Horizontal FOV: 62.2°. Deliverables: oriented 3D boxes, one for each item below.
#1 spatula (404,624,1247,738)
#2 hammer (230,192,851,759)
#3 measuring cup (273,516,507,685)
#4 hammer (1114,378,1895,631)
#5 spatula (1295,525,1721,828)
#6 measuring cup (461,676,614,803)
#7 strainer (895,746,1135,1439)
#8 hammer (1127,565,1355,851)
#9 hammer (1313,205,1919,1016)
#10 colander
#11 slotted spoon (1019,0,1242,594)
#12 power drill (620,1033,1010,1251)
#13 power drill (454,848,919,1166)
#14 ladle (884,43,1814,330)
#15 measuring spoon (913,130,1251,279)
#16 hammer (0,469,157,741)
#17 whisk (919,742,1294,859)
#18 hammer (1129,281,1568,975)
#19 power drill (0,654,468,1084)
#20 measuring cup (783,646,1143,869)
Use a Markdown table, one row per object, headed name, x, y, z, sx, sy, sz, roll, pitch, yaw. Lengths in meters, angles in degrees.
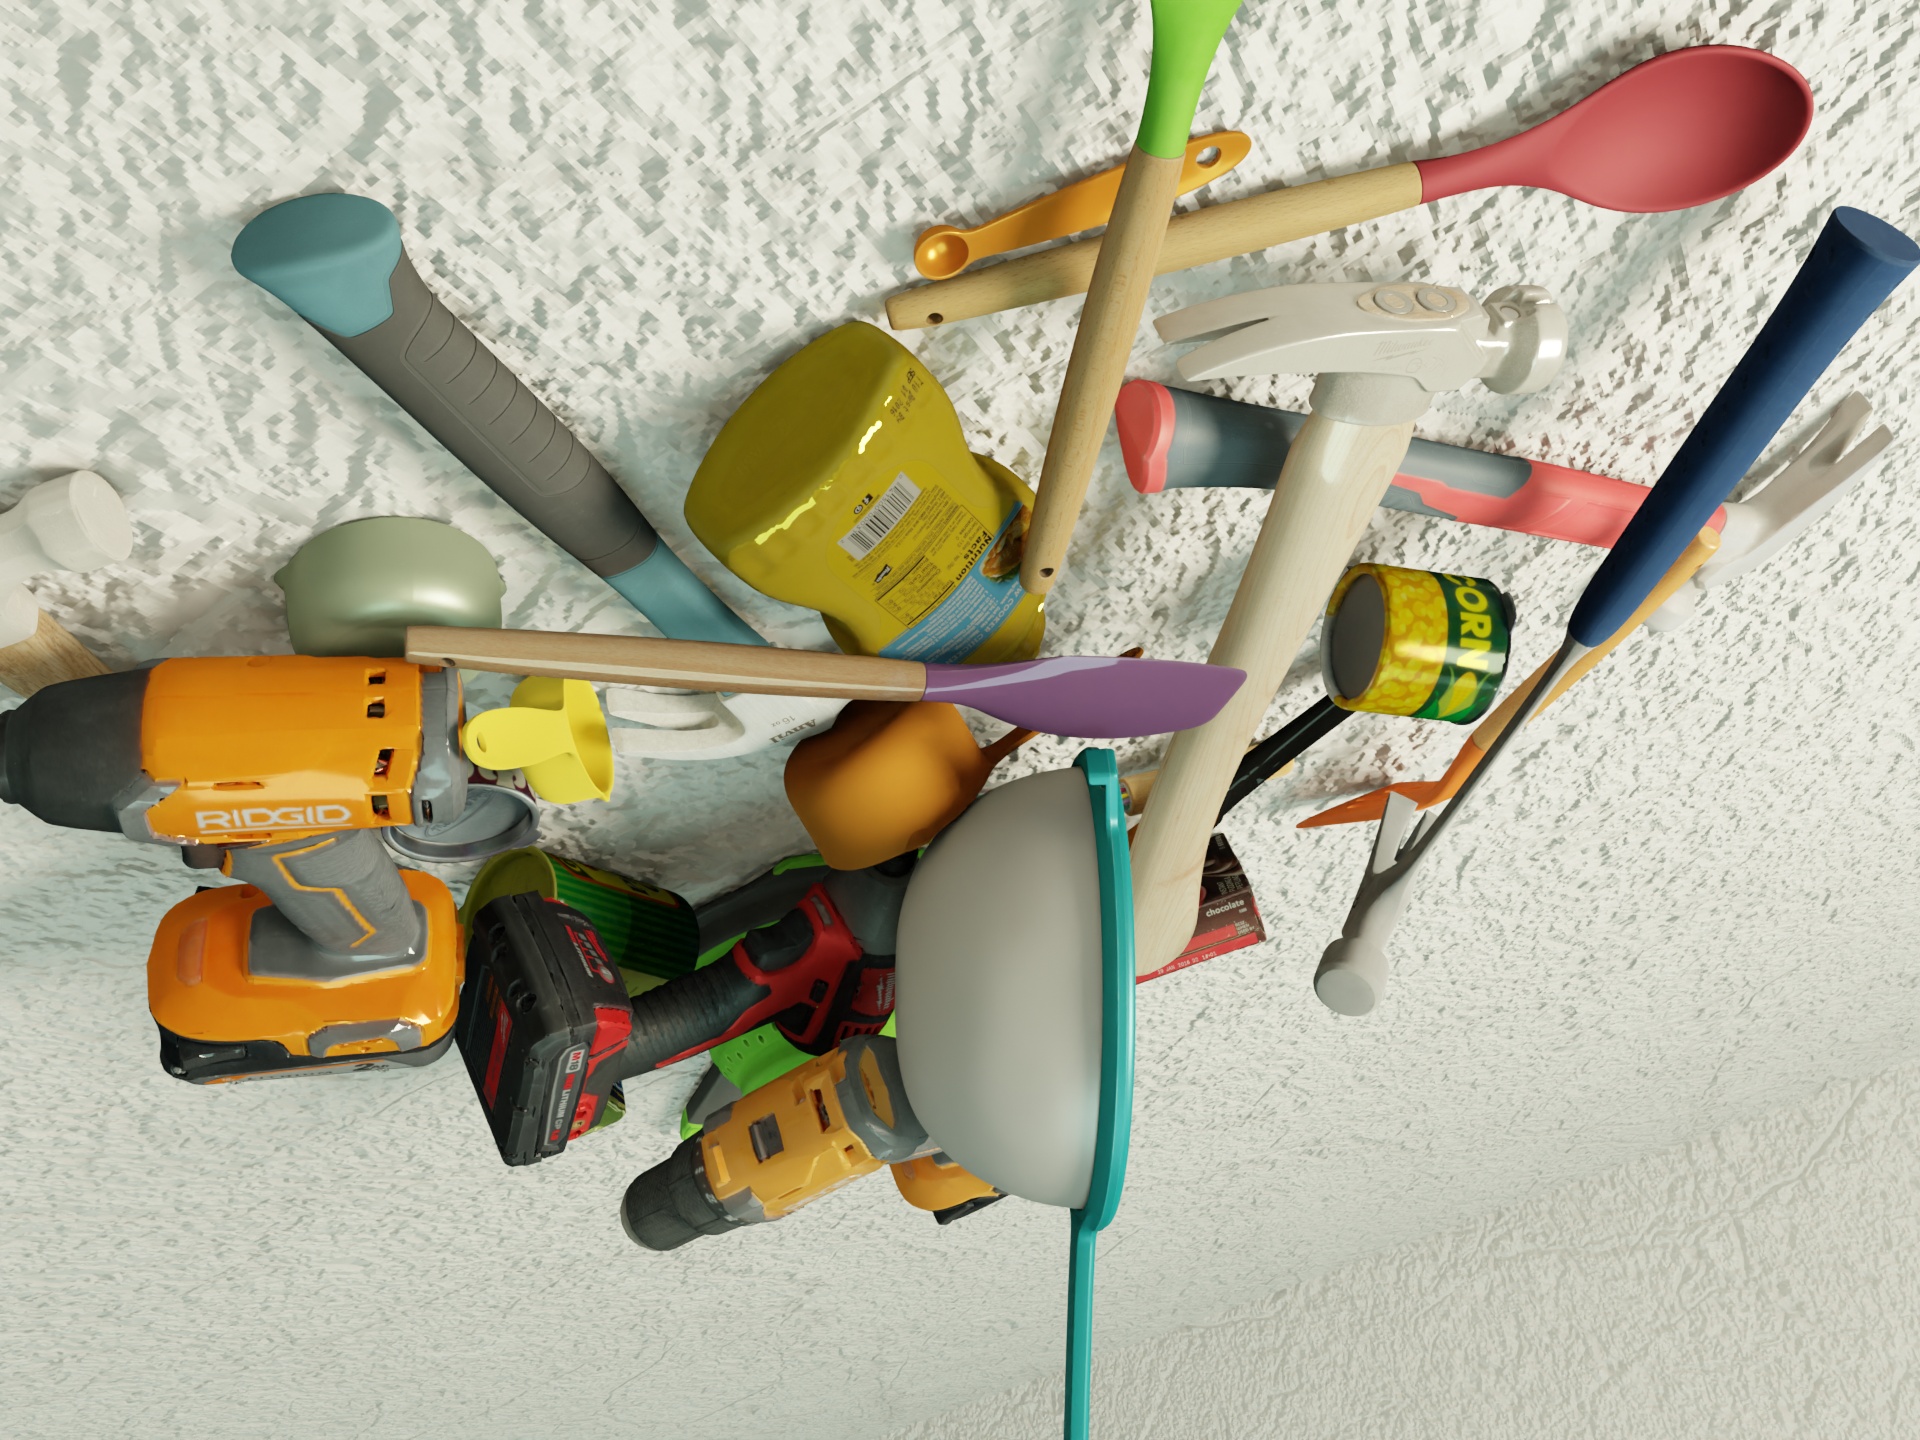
| name | x | y | z | sx | sy | sz | roll | pitch | yaw |
| --- | --- | --- | --- | --- | --- | --- | --- | --- | --- |
| spatula | -0.040 | -0.015 | 0.591 | 0.315 | 0.018 | 0.059 | 4 | 147 | -21 |
| hammer | -0.128 | -0.069 | 0.576 | 0.128 | 0.033 | 0.330 | -24 | 149 | 10 |
| measuring cup | -0.225 | -0.010 | 0.617 | 0.083 | 0.038 | 0.167 | 2 | 143 | -28 |
| hammer | 0.236 | -0.110 | 0.683 | 0.386 | 0.038 | 0.143 | 4 | 143 | -31 |
| spatula | 0.280 | -0.009 | 0.828 | 0.081 | 0.041 | 0.322 | -18 | 158 | -26 |
| measuring cup | -0.170 | 0.008 | 0.609 | 0.029 | 0.062 | 0.156 | -15 | 180 | 5 |
| strainer | 0.016 | 0.180 | 0.701 | 0.095 | 0.340 | 0.211 | 2 | 172 | -2 |
| hammer | 0.109 | 0.055 | 0.830 | 0.337 | 0.034 | 0.127 | -40 | 144 | 15 |
| hammer | 0.269 | -0.035 | 0.699 | 0.035 | 0.144 | 0.405 | 29 | 132 | 8 |
| colander | -0.109 | 0.218 | 0.995 | 0.204 | 0.095 | 0.397 | 0 | 146 | -26 |
| slotted spoon | 0.053 | -0.154 | 0.492 | 0.070 | 0.031 | 0.313 | -2 | 139 | -14 |
| power drill | -0.051 | 0.226 | 0.839 | 0.185 | 0.084 | 0.226 | -33 | 154 | 26 |
| power drill | -0.115 | 0.120 | 0.753 | 0.219 | 0.079 | 0.143 | -10 | 140 | -34 |
| ladle | 0.128 | -0.173 | 0.537 | 0.315 | 0.031 | 0.069 | -14 | 149 | -1 |
| measuring spoon | 0.039 | -0.170 | 0.517 | 0.117 | 0.011 | 0.021 | -20 | 149 | -1 |
| hammer | -0.310 | 0.024 | 0.640 | 0.130 | 0.031 | 0.331 | -18 | 150 | 1 |
| whisk | 0.067 | 0.046 | 0.855 | 0.245 | 0.051 | 0.047 | -13 | 136 | -16 |
| hammer | 0.108 | -0.008 | 0.684 | 0.146 | 0.038 | 0.410 | -6 | 141 | -17 |
| power drill | -0.271 | 0.058 | 0.605 | 0.164 | 0.084 | 0.226 | -2 | 144 | -16 |
| measuring cup | -0.001 | -0.002 | 0.715 | 0.173 | 0.095 | 0.052 | -33 | 109 | 0 |
